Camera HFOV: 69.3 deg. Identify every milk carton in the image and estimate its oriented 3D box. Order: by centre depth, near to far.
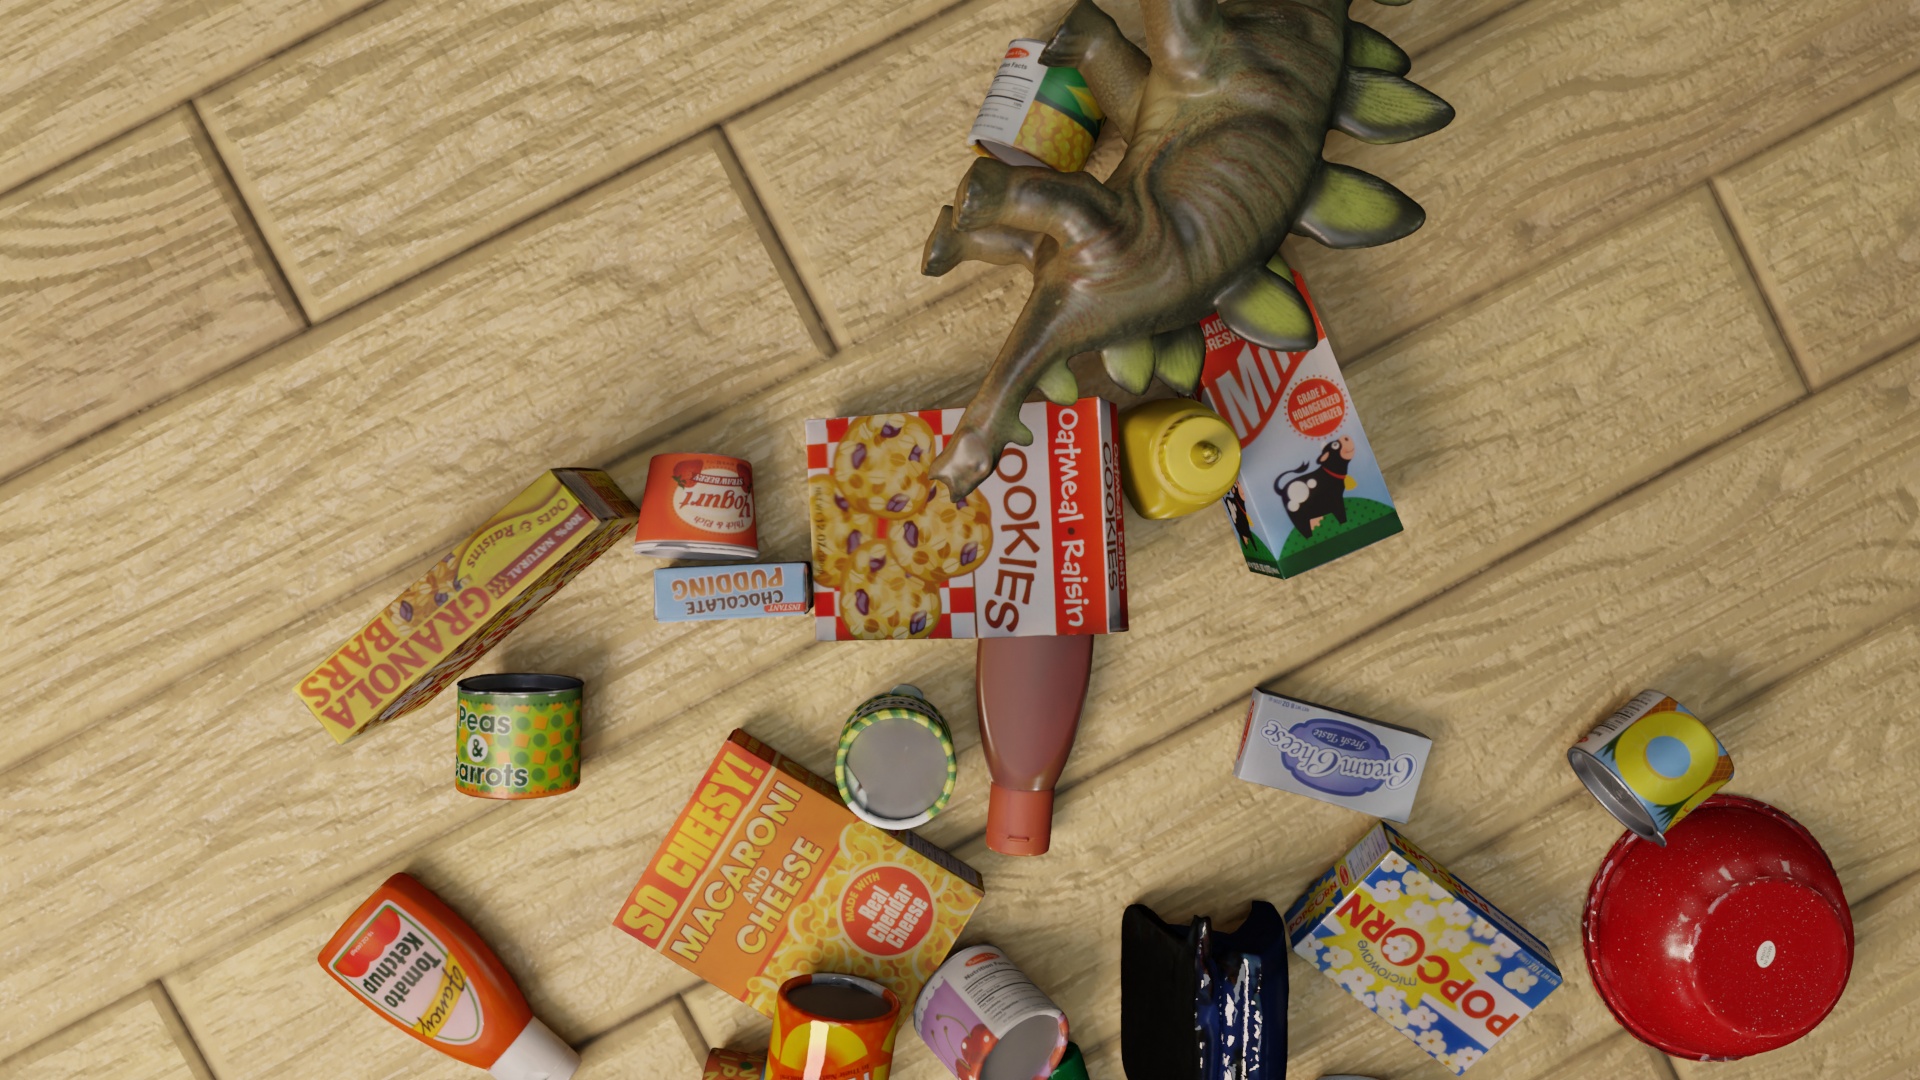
[{"bbox_3d":[0.166,-0.080,0.767,0.073,0.072,0.190,-23,92,-2],"label":"milk carton"}]

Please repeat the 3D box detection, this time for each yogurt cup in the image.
[{"bbox_3d":[-0.143,-0.018,0.759,0.072,0.072,0.054,2,84,-3],"label":"yogurt cup"}]

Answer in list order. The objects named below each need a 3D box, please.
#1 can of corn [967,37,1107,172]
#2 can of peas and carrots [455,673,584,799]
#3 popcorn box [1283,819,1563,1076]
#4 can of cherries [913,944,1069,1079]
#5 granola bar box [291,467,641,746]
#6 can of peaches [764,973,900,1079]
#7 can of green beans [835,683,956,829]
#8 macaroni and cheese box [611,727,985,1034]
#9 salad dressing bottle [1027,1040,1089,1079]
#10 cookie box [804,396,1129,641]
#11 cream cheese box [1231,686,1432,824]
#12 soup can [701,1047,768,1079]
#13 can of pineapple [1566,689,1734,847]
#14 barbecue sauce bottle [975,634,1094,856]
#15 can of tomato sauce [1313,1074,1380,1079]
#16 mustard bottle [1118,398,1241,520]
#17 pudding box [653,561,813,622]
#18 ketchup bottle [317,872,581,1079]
[{"bbox_3d":[0.047,-0.230,0.761,0.071,0.071,0.058,25,91,-3],"label":"can of corn"},{"bbox_3d":[-0.241,0.106,0.753,0.071,0.071,0.058,2,93,-3],"label":"can of peas and carrots"},{"bbox_3d":[0.261,0.232,0.789,0.126,0.038,0.085,38,107,-3],"label":"popcorn box"},{"bbox_3d":[0.017,0.269,0.764,0.072,0.058,0.071,-18,122,-31],"label":"can of cherries"},{"bbox_3d":[-0.249,0.028,0.724,0.165,0.124,0.039,-41,93,-1],"label":"granola bar box"},{"bbox_3d":[-0.068,0.267,0.727,0.071,0.071,0.058,9,93,-3],"label":"can of peaches"},{"bbox_3d":[-0.036,0.121,0.770,0.071,0.058,0.071,0,92,-3],"label":"can of green beans"},{"bbox_3d":[-0.089,0.201,0.779,0.166,0.040,0.123,32,91,-4],"label":"macaroni and cheese box"},{"bbox_3d":[0.072,0.362,0.790,0.064,0.044,0.147,-18,92,-1],"label":"salad dressing bottle"},{"bbox_3d":[0.003,-0.009,0.747,0.167,0.040,0.123,-3,89,20],"label":"cookie box"},{"bbox_3d":[0.213,0.124,0.800,0.104,0.024,0.053,15,92,-3],"label":"cream cheese box"},{"bbox_3d":[-0.104,0.322,0.766,0.084,0.071,0.071,11,92,-3],"label":"soup can"},{"bbox_3d":[0.392,0.128,0.788,0.058,0.071,0.071,-38,93,-1],"label":"can of pineapple"},{"bbox_3d":[0.038,0.100,0.781,0.065,0.044,0.148,5,92,3],"label":"barbecue sauce bottle"},{"bbox_3d":[0.224,0.356,0.788,0.071,0.071,0.083,2,92,-3],"label":"can of tomato sauce"},{"bbox_3d":[0.115,-0.042,0.722,0.049,0.160,0.065,-20,94,-3],"label":"mustard bottle"},{"bbox_3d":[-0.125,0.028,0.767,0.084,0.049,0.030,-3,91,-3],"label":"pudding box"},{"bbox_3d":[-0.278,0.254,0.770,0.149,0.043,0.065,42,89,-4],"label":"ketchup bottle"}]
